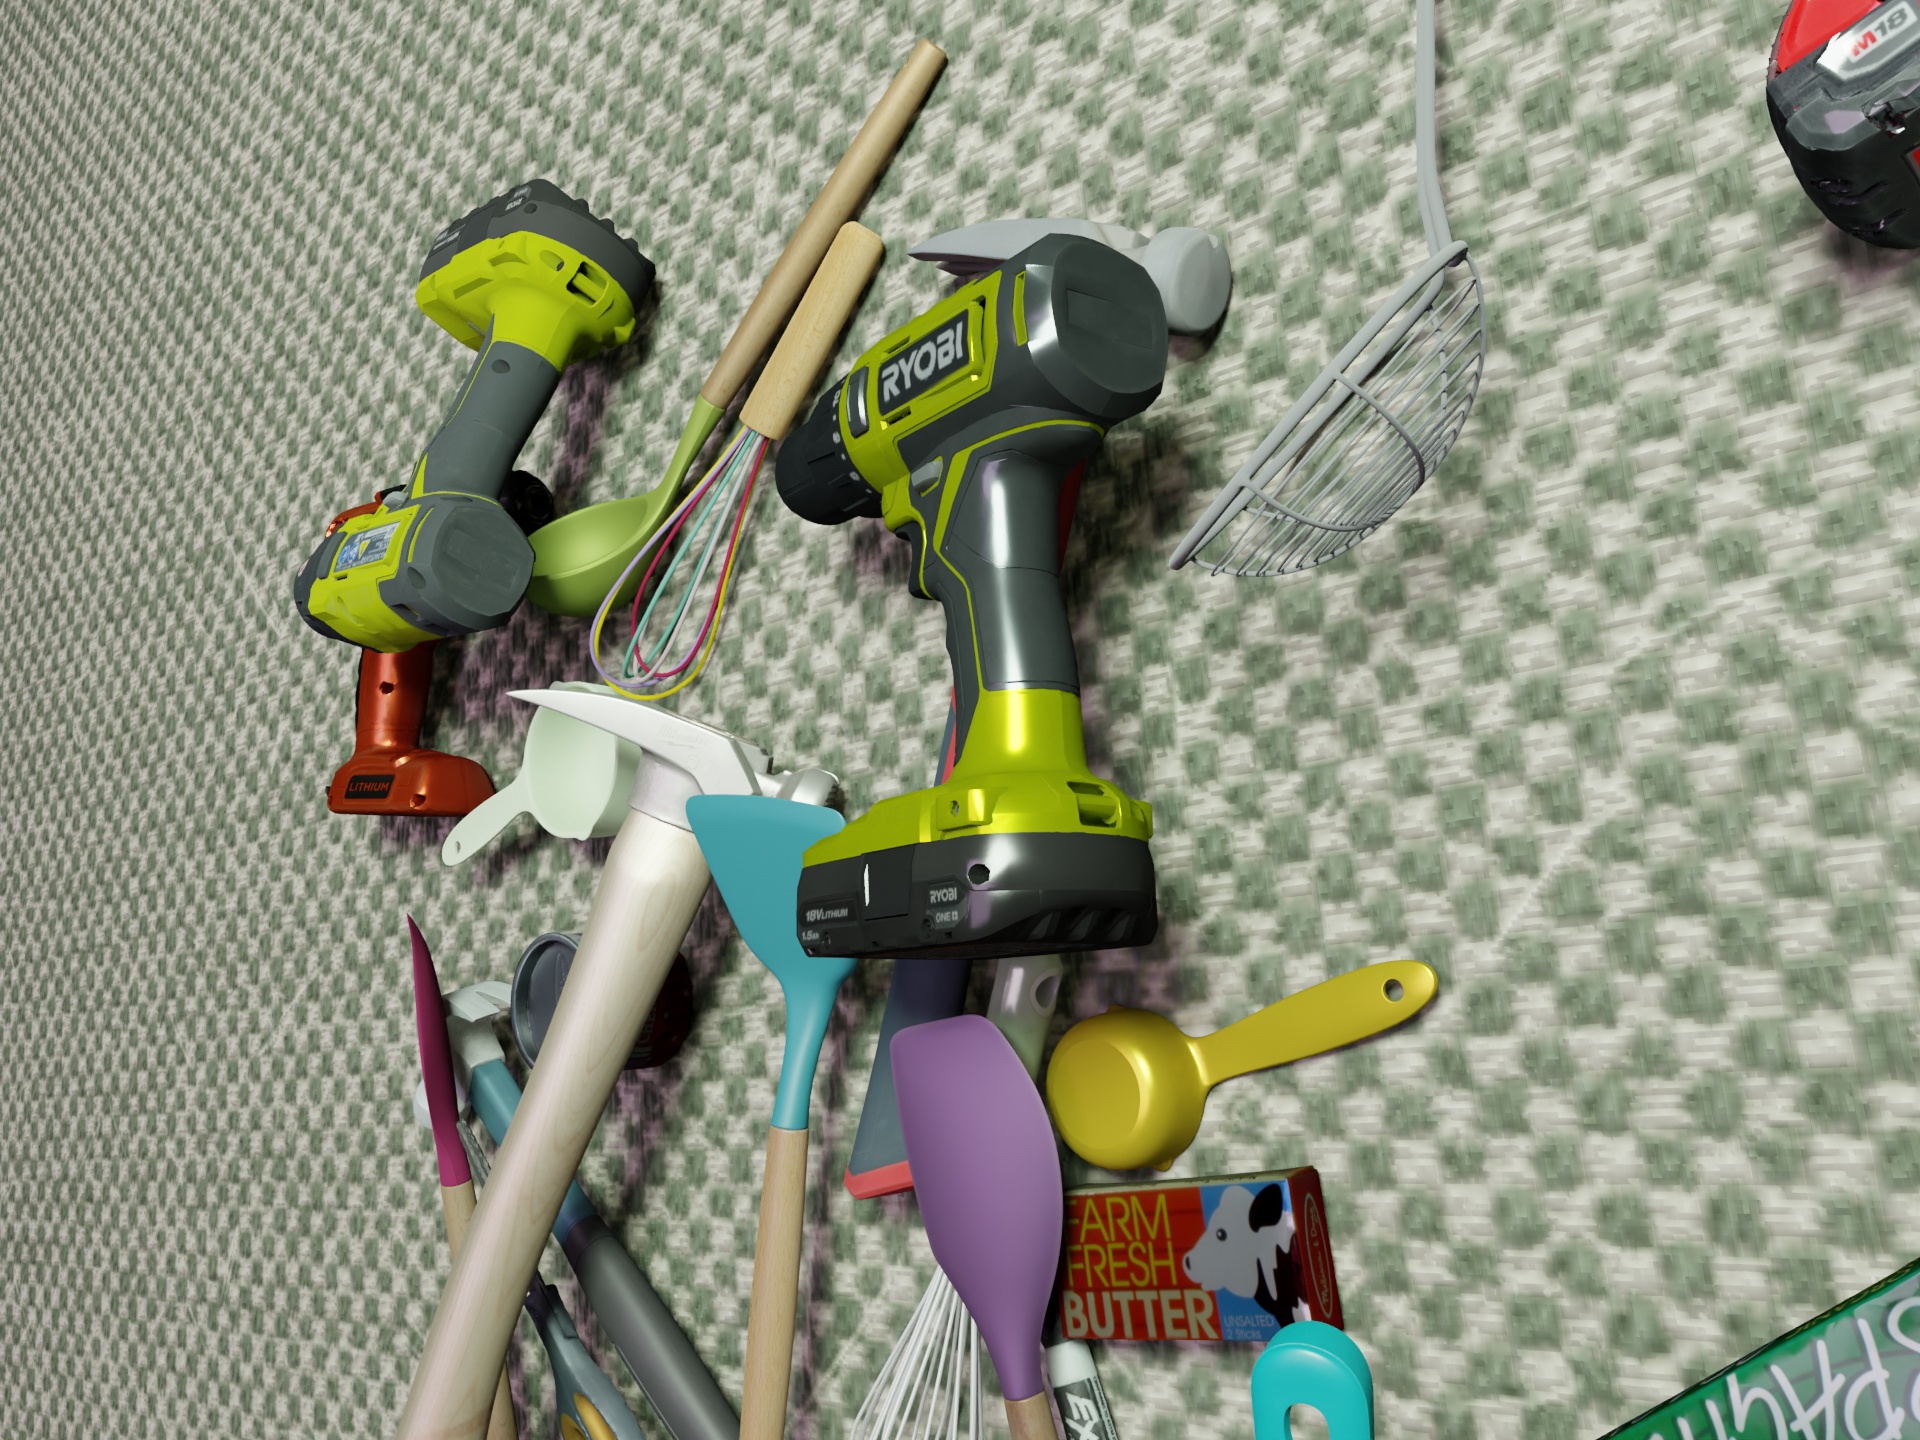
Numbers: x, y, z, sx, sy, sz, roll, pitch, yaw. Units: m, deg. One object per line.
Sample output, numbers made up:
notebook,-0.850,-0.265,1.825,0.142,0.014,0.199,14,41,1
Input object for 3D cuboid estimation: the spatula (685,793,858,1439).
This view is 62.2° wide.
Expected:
spatula,-0.079,0.189,0.634,0.082,0.044,0.317,3,88,32

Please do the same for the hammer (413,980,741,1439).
hammer,-0.170,0.251,0.744,0.331,0.033,0.128,44,131,31

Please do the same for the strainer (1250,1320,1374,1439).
strainer,0.115,0.310,0.431,0.211,0.095,0.340,-2,97,28

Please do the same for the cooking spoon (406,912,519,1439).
cooking spoon,-0.242,0.250,0.779,0.069,0.017,0.319,-171,72,-69

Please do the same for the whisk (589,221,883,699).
whisk,-0.099,-0.113,0.731,0.047,0.051,0.245,36,106,15

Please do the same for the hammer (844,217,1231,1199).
hammer,-0.001,-0.002,0.630,0.143,0.038,0.386,17,97,42

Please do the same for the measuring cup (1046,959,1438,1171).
measuring cup,0.090,0.112,0.542,0.156,0.029,0.062,-32,66,37

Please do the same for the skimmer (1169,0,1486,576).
skimmer,0.120,-0.223,0.511,0.090,0.127,0.363,4,81,0

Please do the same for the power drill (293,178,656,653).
power drill,-0.247,-0.141,0.780,0.171,0.080,0.223,-4,61,44

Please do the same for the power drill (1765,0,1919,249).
power drill,0.234,-0.246,0.428,0.143,0.078,0.220,-33,62,34

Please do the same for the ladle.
ladle,-0.111,-0.176,0.733,0.320,0.062,0.078,-53,24,20

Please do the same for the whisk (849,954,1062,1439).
whisk,0.001,0.200,0.597,0.059,0.057,0.246,16,94,41

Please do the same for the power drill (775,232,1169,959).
power drill,-0.007,-0.033,0.560,0.190,0.080,0.229,-16,71,52

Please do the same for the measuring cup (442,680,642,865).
measuring cup,-0.208,0.039,0.808,0.167,0.038,0.083,-32,66,37

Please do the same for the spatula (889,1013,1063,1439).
spatula,0.030,0.260,0.554,0.060,0.018,0.316,-15,83,25

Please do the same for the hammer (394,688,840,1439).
hammer,-0.191,0.189,0.684,0.146,0.038,0.410,21,90,3
